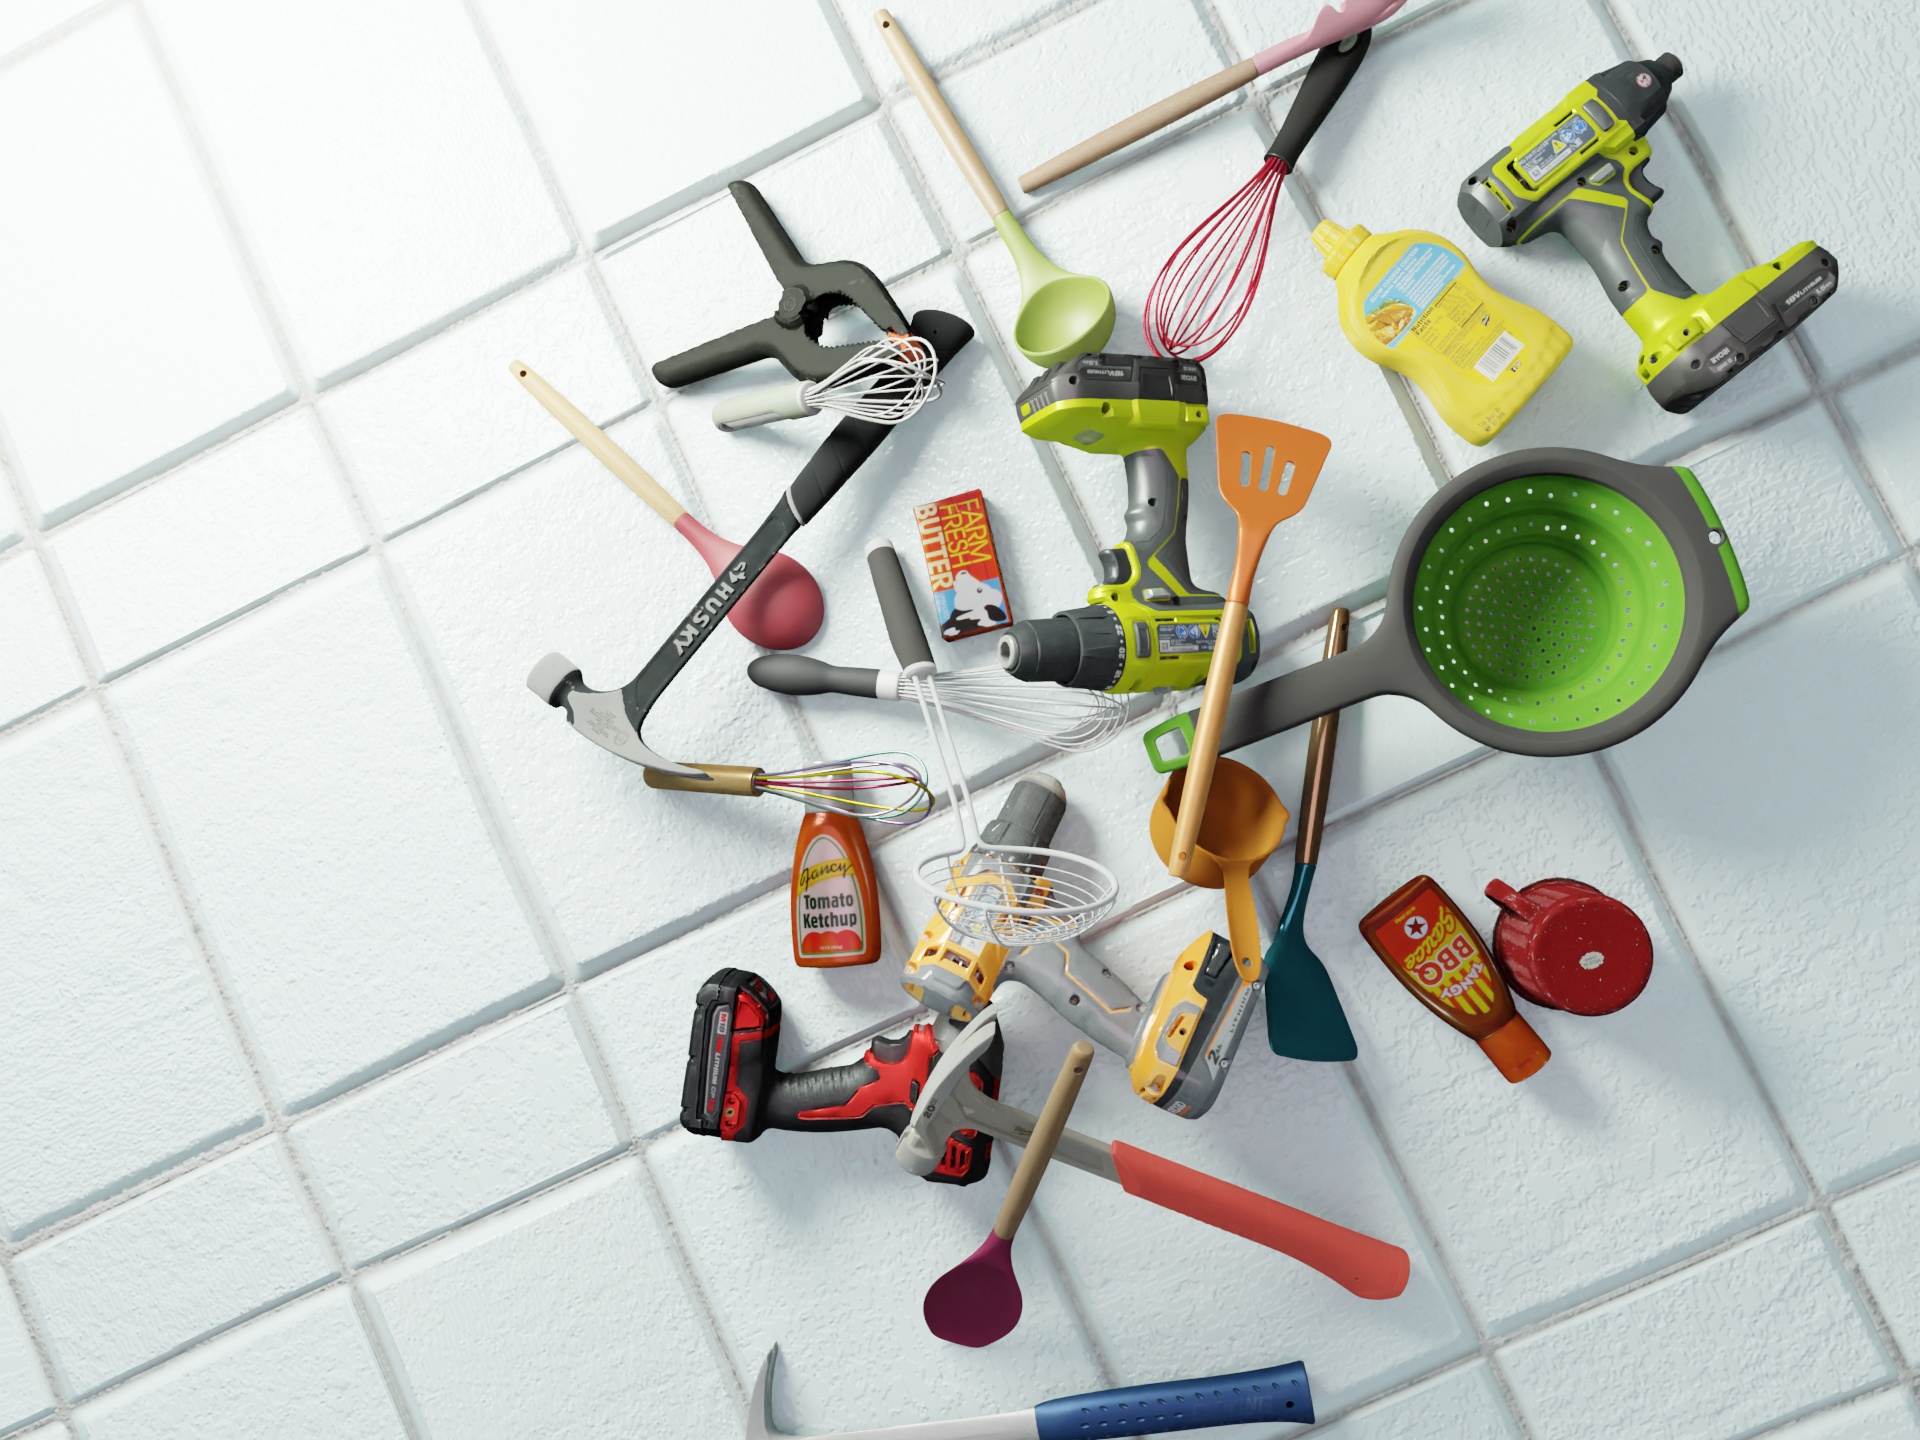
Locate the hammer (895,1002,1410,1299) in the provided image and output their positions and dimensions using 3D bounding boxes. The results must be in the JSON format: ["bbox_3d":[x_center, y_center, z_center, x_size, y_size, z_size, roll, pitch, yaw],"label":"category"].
[{"bbox_3d":[0.144,0.306,1.069,0.359,0.037,0.149,23,123,-9],"label":"hammer"}]

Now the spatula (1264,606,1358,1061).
[{"bbox_3d":[0.255,0.076,1.117,0.082,0.044,0.317,11,85,-30],"label":"spatula"}]

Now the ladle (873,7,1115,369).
[{"bbox_3d":[0.015,-0.394,1.162,0.078,0.062,0.320,-31,82,10],"label":"ladle"}]

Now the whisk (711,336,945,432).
[{"bbox_3d":[-0.099,-0.224,1.107,0.246,0.057,0.059,2,81,48],"label":"whisk"}]

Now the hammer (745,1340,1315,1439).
[{"bbox_3d":[0.043,0.495,1.127,0.405,0.035,0.144,-10,87,6],"label":"hammer"}]

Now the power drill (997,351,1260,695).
[{"bbox_3d":[0.105,-0.130,1.095,0.190,0.080,0.228,-3,84,-27],"label":"power drill"}]

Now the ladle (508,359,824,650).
[{"bbox_3d":[-0.227,-0.168,1.194,0.315,0.031,0.069,42,90,8],"label":"ladle"}]

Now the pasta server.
[{"bbox_3d":[0.183,-0.463,1.140,0.316,0.060,0.040,-23,94,14],"label":"pasta server"}]

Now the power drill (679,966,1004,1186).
[{"bbox_3d":[-0.079,0.243,1.135,0.219,0.078,0.143,8,90,4],"label":"power drill"}]

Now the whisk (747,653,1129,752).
[{"bbox_3d":[-0.020,-0.021,1.149,0.284,0.070,0.070,6,88,12],"label":"whisk"}]

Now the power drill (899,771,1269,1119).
[{"bbox_3d":[0.095,0.152,1.106,0.226,0.084,0.185,25,67,6],"label":"power drill"}]

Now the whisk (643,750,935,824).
[{"bbox_3d":[-0.126,0.042,1.129,0.245,0.047,0.051,3,87,28],"label":"whisk"}]

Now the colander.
[{"bbox_3d":[0.318,-0.046,1.094,0.397,0.094,0.204,-21,82,10],"label":"colander"}]

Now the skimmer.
[{"bbox_3d":[-0.002,-0.003,1.054,0.127,0.090,0.364,-2,53,-24],"label":"skimmer"}]

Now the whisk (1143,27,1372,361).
[{"bbox_3d":[0.217,-0.382,1.139,0.073,0.073,0.296,30,85,7],"label":"whisk"}]

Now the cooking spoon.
[{"bbox_3d":[0.037,0.325,1.062,0.068,0.017,0.318,16,125,-2],"label":"cooking spoon"}]

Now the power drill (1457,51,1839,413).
[{"bbox_3d":[0.481,-0.340,1.096,0.171,0.080,0.223,-39,81,4],"label":"power drill"}]

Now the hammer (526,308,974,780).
[{"bbox_3d":[-0.128,-0.137,1.150,0.149,0.036,0.409,38,84,9],"label":"hammer"}]

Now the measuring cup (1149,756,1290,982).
[{"bbox_3d":[0.177,0.109,1.084,0.095,0.052,0.174,6,54,-12],"label":"measuring cup"}]

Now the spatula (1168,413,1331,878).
[{"bbox_3d":[0.179,-0.053,1.064,0.081,0.041,0.323,13,85,4],"label":"spatula"}]
